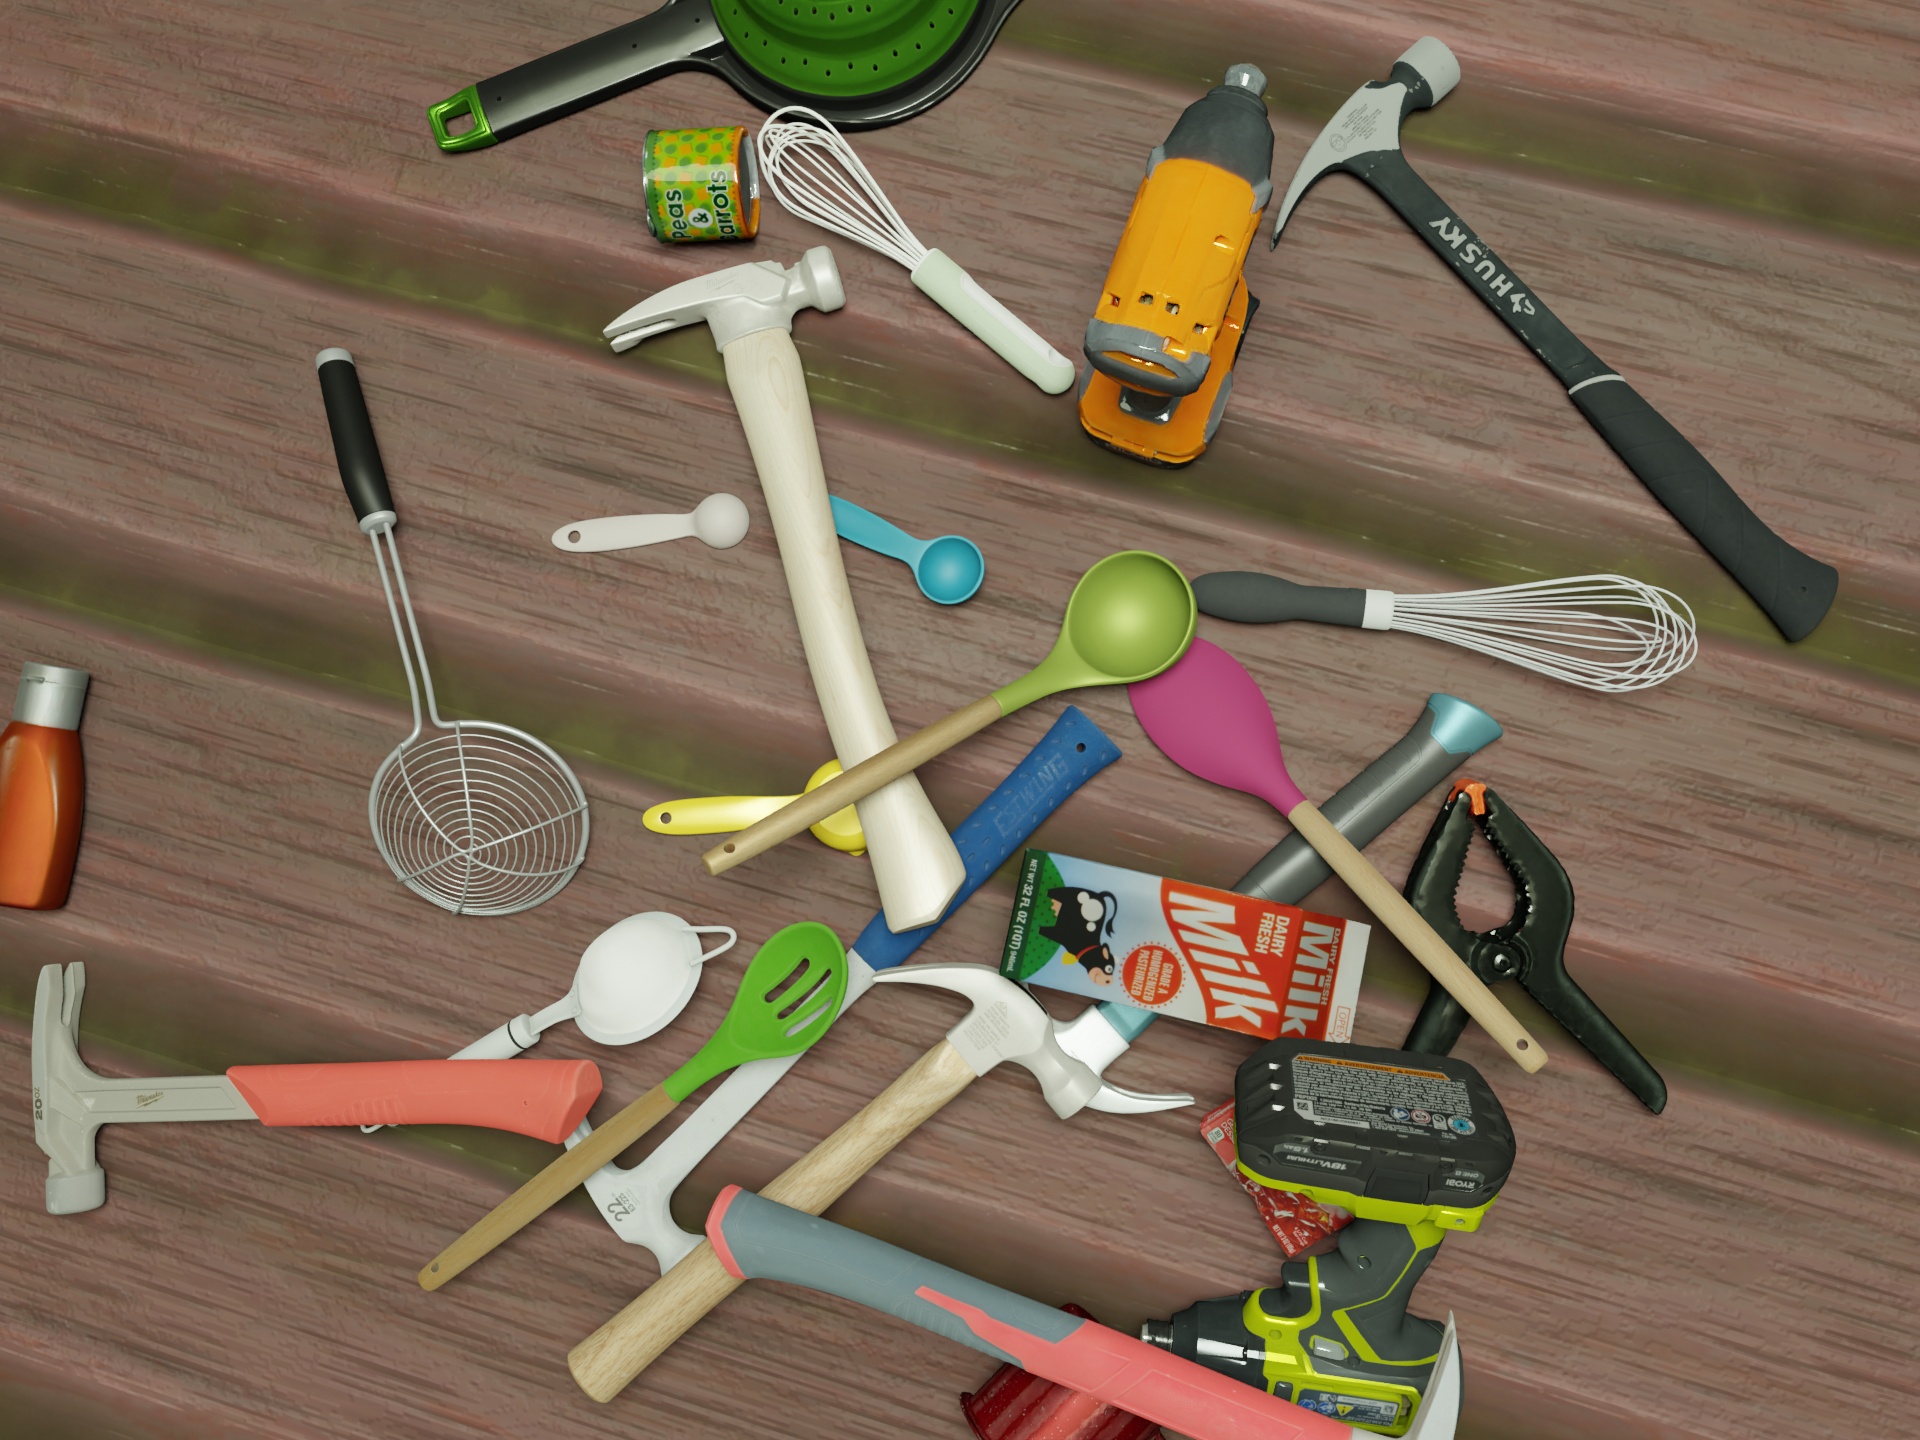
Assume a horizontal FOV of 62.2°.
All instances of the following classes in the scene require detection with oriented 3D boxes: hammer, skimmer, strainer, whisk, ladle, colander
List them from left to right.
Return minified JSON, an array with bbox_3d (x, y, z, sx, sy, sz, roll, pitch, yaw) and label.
[{"bbox_3d":[-0.382,0.209,0.929,0.359,0.036,0.149,-5,85,13],"label":"hammer"},{"bbox_3d":[-0.328,-0.058,0.976,0.127,0.090,0.363,-22,73,5],"label":"skimmer"},{"bbox_3d":[-0.251,0.179,0.936,0.258,0.050,0.087,-31,47,8],"label":"strainer"},{"bbox_3d":[-0.149,-0.443,0.960,0.397,0.094,0.204,-20,84,3],"label":"colander"},{"bbox_3d":[-0.091,-0.075,0.930,0.146,0.038,0.411,-17,79,0],"label":"hammer"},{"bbox_3d":[-0.087,0.260,0.890,0.331,0.031,0.130,-40,85,0],"label":"hammer"},{"bbox_3d":[-0.066,0.145,0.932,0.144,0.035,0.405,44,90,7],"label":"hammer"},{"bbox_3d":[-0.027,-0.281,0.962,0.246,0.058,0.059,40,127,3],"label":"whisk"},{"bbox_3d":[-0.001,-0.003,0.876,0.320,0.062,0.078,-29,64,-22],"label":"ladle"},{"bbox_3d":[0.053,0.306,0.814,0.386,0.038,0.143,18,98,13],"label":"hammer"},{"bbox_3d":[0.173,0.100,0.917,0.331,0.033,0.128,-41,82,0],"label":"hammer"},{"bbox_3d":[0.273,-0.061,0.915,0.284,0.070,0.070,7,86,10],"label":"whisk"},{"bbox_3d":[0.353,-0.206,0.928,0.149,0.036,0.409,-41,83,1],"label":"hammer"}]

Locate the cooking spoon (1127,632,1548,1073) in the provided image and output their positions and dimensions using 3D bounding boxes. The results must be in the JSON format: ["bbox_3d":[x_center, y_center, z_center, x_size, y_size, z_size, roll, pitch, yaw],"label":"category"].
[{"bbox_3d":[0.205,0.067,0.884,0.069,0.017,0.319,-40,67,-2],"label":"cooking spoon"}]

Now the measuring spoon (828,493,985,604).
[{"bbox_3d":[-0.042,-0.107,0.965,0.129,0.021,0.042,27,87,16],"label":"measuring spoon"}]

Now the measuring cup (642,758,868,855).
[{"bbox_3d":[-0.115,0.053,0.946,0.156,0.029,0.062,-5,85,3],"label":"measuring cup"}]

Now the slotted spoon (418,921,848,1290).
[{"bbox_3d":[-0.184,0.225,0.901,0.314,0.031,0.070,-38,56,3],"label":"slotted spoon"}]

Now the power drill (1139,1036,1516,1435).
[{"bbox_3d":[0.191,0.281,0.836,0.171,0.080,0.223,7,119,4],"label":"power drill"}]

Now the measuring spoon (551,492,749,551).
[{"bbox_3d":[-0.192,-0.118,0.973,0.124,0.018,0.034,-6,85,4],"label":"measuring spoon"}]

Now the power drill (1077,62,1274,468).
[{"bbox_3d":[0.120,-0.234,0.852,0.084,0.226,0.164,20,87,6],"label":"power drill"}]
